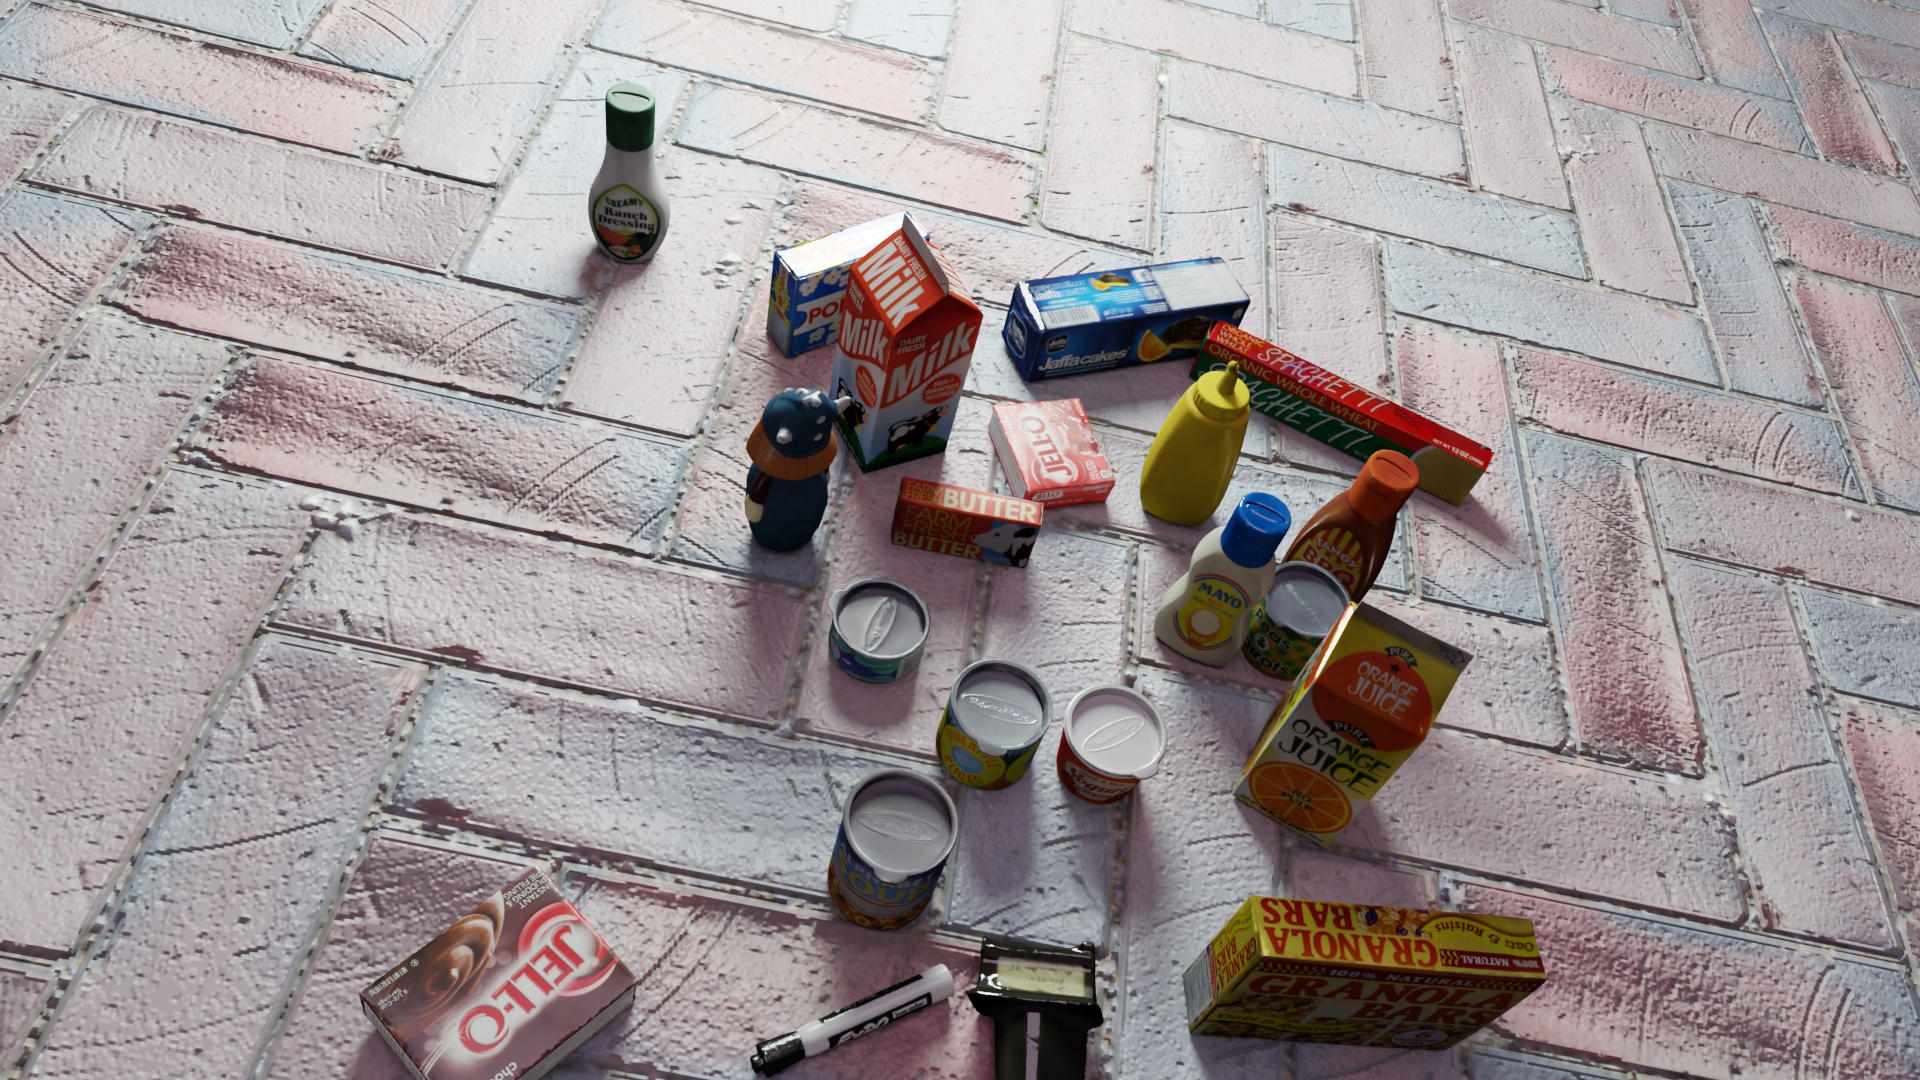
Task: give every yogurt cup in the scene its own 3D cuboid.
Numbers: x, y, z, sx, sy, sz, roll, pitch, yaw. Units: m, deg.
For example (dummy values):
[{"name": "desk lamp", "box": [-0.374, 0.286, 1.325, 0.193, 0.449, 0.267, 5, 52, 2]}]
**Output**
[{"name": "yogurt cup", "box": [0.094, 0.135, 0.900, 0.072, 0.053, 0.073, 7, 52, -8]}]

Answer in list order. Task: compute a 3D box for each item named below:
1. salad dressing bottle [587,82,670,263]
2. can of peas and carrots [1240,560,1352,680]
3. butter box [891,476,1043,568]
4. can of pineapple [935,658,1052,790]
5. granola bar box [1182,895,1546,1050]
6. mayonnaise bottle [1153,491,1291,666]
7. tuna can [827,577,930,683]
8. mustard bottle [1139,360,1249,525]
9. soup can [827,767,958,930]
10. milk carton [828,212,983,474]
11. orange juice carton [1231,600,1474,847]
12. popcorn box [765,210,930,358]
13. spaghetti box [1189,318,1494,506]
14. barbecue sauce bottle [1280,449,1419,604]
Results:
[{"name": "salad dressing bottle", "box": [-0.258, -0.285, 1.084, 0.064, 0.146, 0.044, 8, 51, -7]}, {"name": "can of peas and carrots", "box": [0.236, 0.059, 0.990, 0.071, 0.058, 0.071, 7, 52, -8]}, {"name": "butter box", "box": [0.004, -0.012, 0.994, 0.103, 0.052, 0.024, 11, 51, -5]}, {"name": "can of pineapple", "box": [0.020, 0.120, 0.891, 0.071, 0.057, 0.071, 7, 52, -8]}, {"name": "granola bar box", "box": [0.226, 0.251, 0.795, 0.166, 0.123, 0.039, 7, 52, -8]}, {"name": "mayonnaise bottle", "box": [0.181, 0.026, 0.945, 0.065, 0.147, 0.041, 26, 51, 8]}, {"name": "tuna can", "box": [-0.057, 0.060, 0.935, 0.071, 0.032, 0.071, 7, 51, -8]}, {"name": "mustard bottle", "box": [0.179, -0.076, 1.017, 0.065, 0.159, 0.049, 19, 51, 1]}, {"name": "soup can", "box": [-0.042, 0.184, 0.810, 0.071, 0.083, 0.072, 7, 52, -8]}, {"name": "milk carton", "box": [-0.040, -0.140, 0.995, 0.074, 0.189, 0.072, -17, 59, -25]}, {"name": "orange juice carton", "box": [0.244, 0.107, 0.868, 0.072, 0.191, 0.073, 29, 52, 9]}, {"name": "popcorn box", "box": [-0.089, -0.204, 1.101, 0.127, 0.084, 0.038, -25, 62, -29]}, {"name": "spaghetti box", "box": [0.309, -0.106, 1.142, 0.250, 0.049, 0.029, 27, 52, 8]}, {"name": "barbecue sauce bottle", "box": [0.279, -0.004, 0.992, 0.065, 0.147, 0.044, 37, 54, 15]}]
